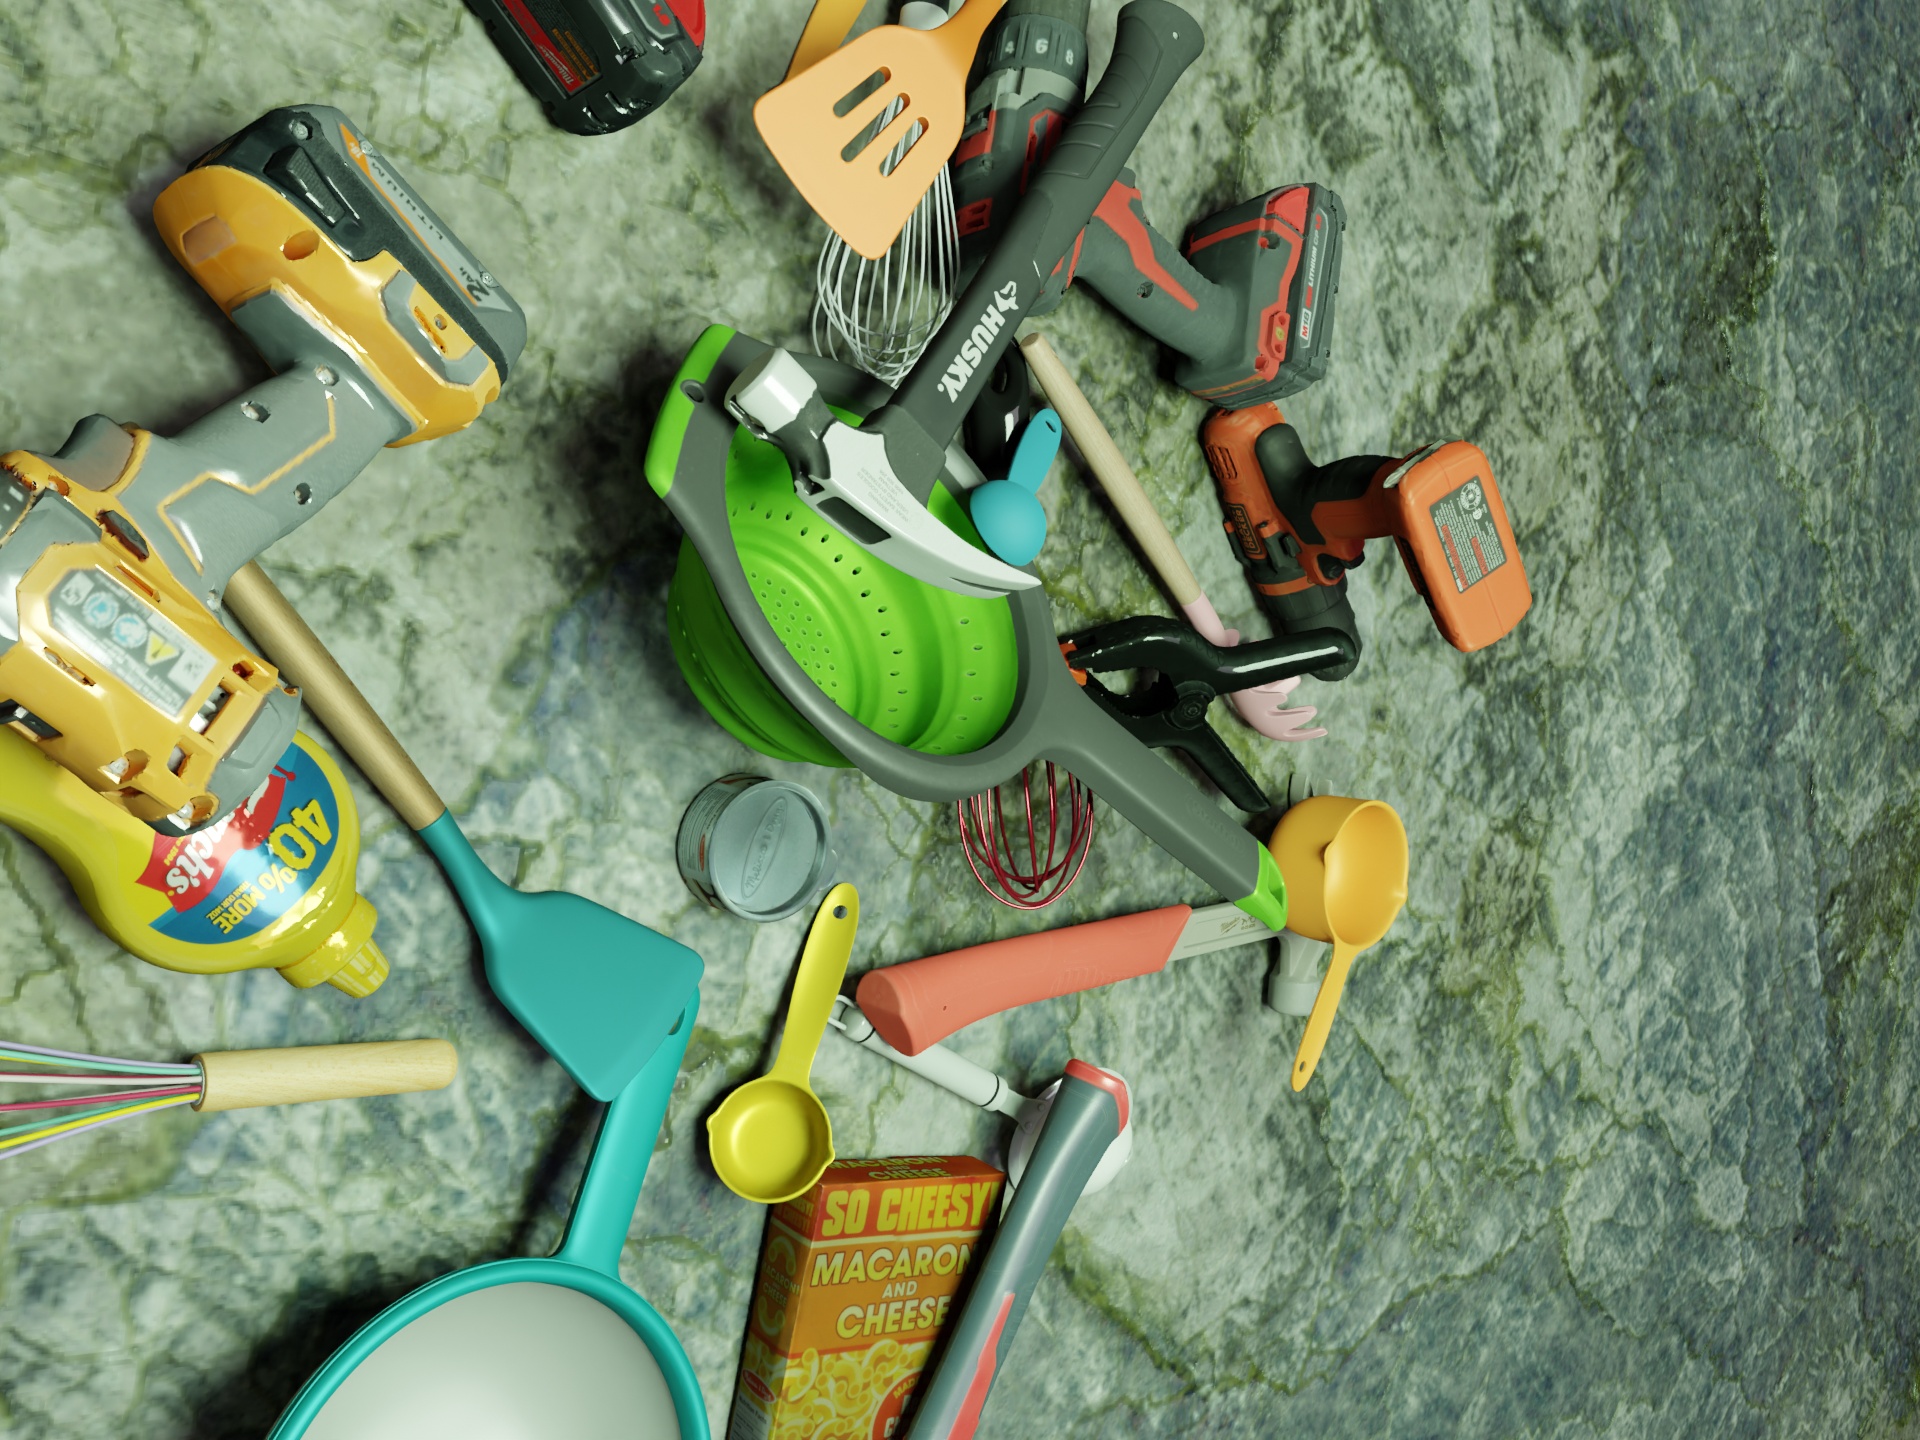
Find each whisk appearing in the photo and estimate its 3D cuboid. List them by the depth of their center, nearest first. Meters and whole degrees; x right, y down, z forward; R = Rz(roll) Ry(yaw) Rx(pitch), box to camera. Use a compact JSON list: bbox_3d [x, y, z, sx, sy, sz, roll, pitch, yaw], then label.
[{"bbox_3d":[-0.301,0.129,0.578,0.244,0.047,0.051,6,104,-44],"label":"whisk"},{"bbox_3d":[-0.023,-0.291,0.741,0.070,0.070,0.285,11,83,-39],"label":"whisk"},{"bbox_3d":[0.027,-0.050,0.809,0.073,0.073,0.296,-6,94,-38],"label":"whisk"}]

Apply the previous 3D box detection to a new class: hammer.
[{"bbox_3d":[0.034,-0.204,0.702,0.146,0.035,0.335,43,61,-25],"label":"hammer"},{"bbox_3d":[-0.020,0.345,0.779,0.143,0.038,0.386,33,77,-36],"label":"hammer"},{"bbox_3d":[0.093,0.116,0.882,0.359,0.037,0.149,-4,98,-42],"label":"hammer"}]

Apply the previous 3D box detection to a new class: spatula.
[{"bbox_3d":[-0.217,0.017,0.626,0.317,0.044,0.082,59,43,-26],"label":"spatula"},{"bbox_3d":[0.015,-0.341,0.730,0.081,0.041,0.323,47,55,-27],"label":"spatula"}]

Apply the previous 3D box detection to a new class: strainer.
[{"bbox_3d":[-0.192,0.264,0.659,0.210,0.095,0.341,37,56,-37],"label":"strainer"},{"bbox_3d":[0.021,0.203,0.848,0.258,0.050,0.087,35,88,-33],"label":"strainer"}]

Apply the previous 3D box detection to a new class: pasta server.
[{"bbox_3d":[0.121,-0.091,0.875,0.040,0.060,0.315,-29,126,14],"label":"pasta server"}]

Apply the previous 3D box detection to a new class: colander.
[{"bbox_3d":[-0.001,-0.002,0.726,0.396,0.094,0.205,39,41,-26],"label":"colander"}]

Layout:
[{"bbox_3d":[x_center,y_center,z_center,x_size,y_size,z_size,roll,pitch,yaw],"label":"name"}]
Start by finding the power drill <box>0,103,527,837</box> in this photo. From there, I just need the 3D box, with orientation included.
[{"bbox_3d":[-0.260,-0.102,0.512,0.185,0.084,0.226,49,49,-36],"label":"power drill"}]

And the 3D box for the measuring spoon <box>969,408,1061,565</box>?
[{"bbox_3d":[0.036,-0.120,0.753,0.042,0.021,0.129,46,38,-19],"label":"measuring spoon"}]

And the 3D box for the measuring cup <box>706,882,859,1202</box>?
[{"bbox_3d":[-0.076,0.155,0.767,0.062,0.029,0.157,15,68,4],"label":"measuring cup"}]

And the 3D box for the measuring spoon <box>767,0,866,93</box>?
[{"bbox_3d":[-0.058,-0.321,0.731,0.021,0.011,0.117,35,74,-37],"label":"measuring spoon"}]

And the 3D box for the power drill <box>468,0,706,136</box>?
[{"bbox_3d":[-0.099,-0.345,0.652,0.220,0.078,0.143,-51,120,-25],"label":"power drill"}]

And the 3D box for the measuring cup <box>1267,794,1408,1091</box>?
[{"bbox_3d":[0.204,0.126,0.930,0.095,0.052,0.174,27,79,-42],"label":"measuring cup"}]

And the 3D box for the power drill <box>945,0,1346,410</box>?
[{"bbox_3d":[0.096,-0.274,0.822,0.226,0.080,0.188,15,78,-35],"label":"power drill"}]
